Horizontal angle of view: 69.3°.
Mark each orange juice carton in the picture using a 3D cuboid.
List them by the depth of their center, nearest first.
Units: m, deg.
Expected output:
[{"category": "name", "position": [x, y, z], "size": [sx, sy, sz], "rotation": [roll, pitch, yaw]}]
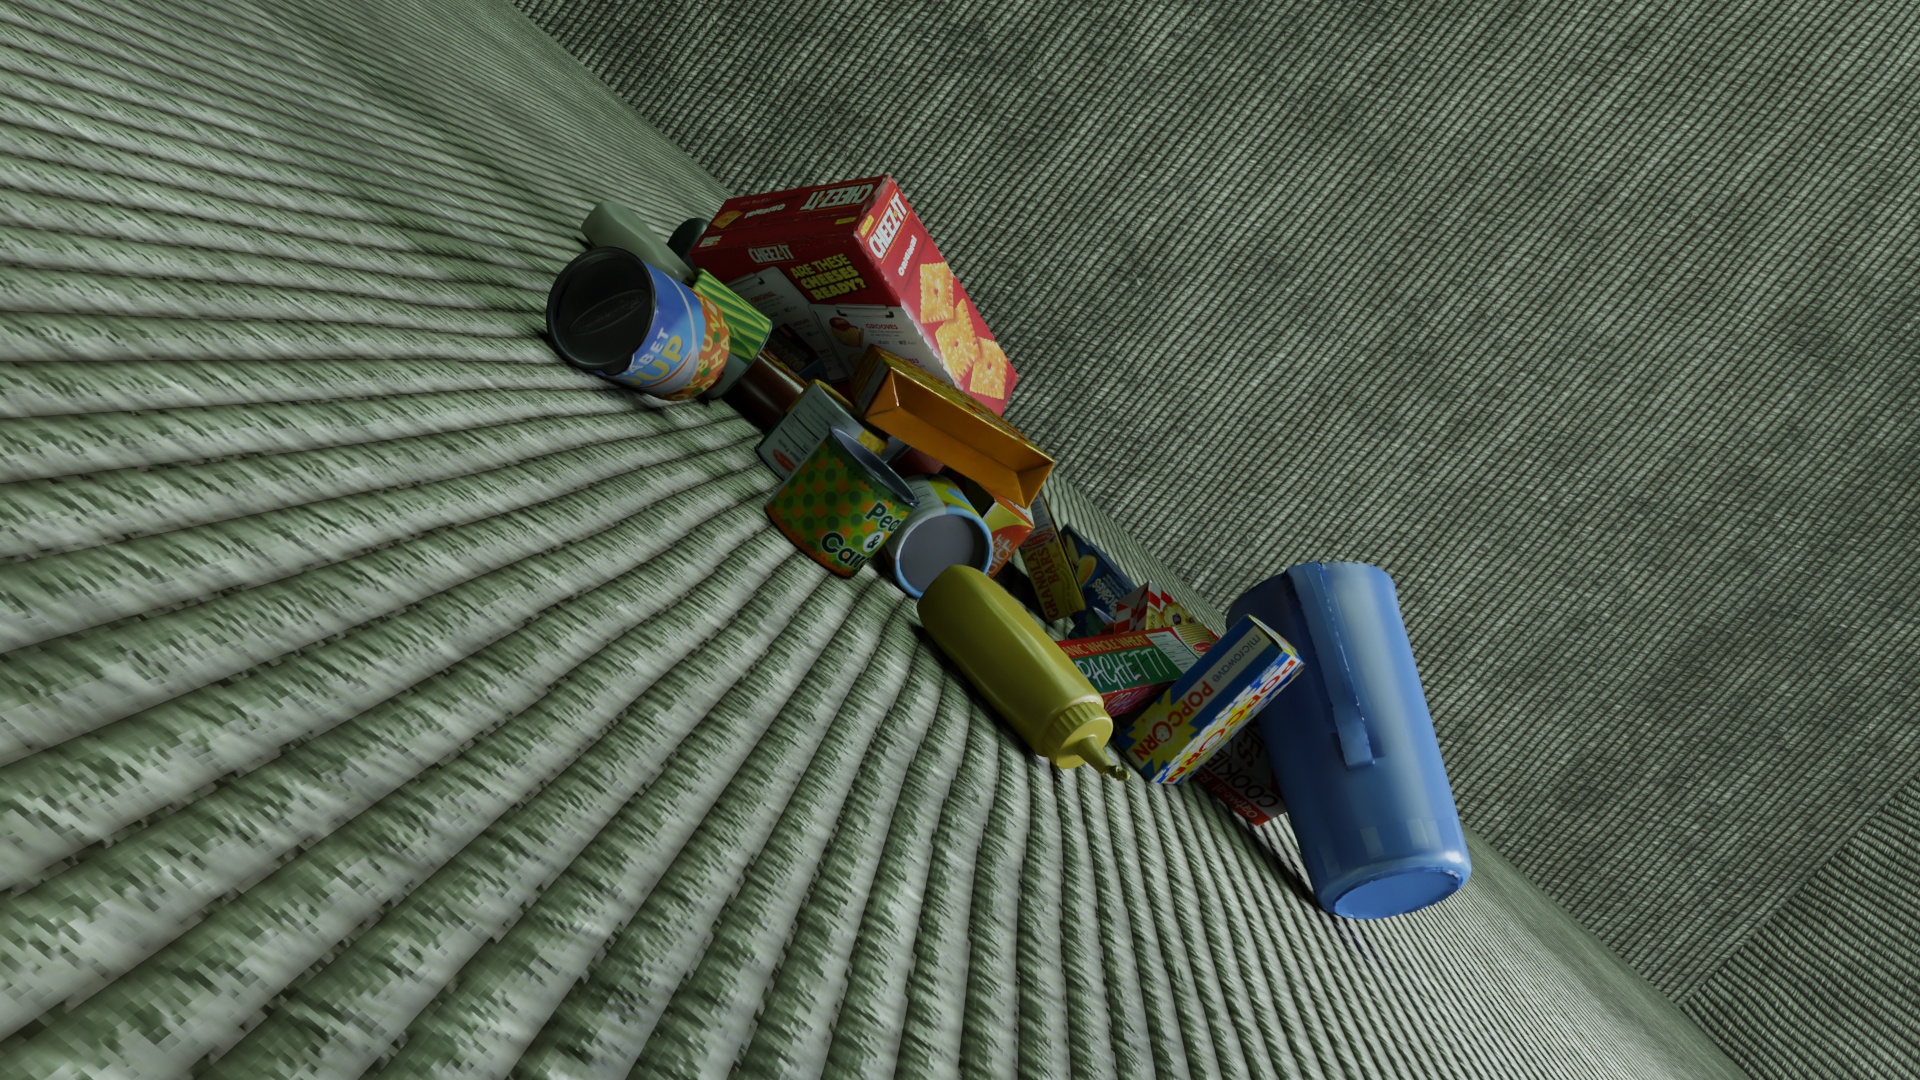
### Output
[{"category": "orange juice carton", "position": [0.004, -0.013, 1.020], "size": [0.073, 0.071, 0.193], "rotation": [39, 7, -5]}]

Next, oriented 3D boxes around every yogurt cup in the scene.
[{"category": "yogurt cup", "position": [-0.028, -0.056, 1.147], "size": [0.054, 0.072, 0.072], "rotation": [49, 7, -1]}]

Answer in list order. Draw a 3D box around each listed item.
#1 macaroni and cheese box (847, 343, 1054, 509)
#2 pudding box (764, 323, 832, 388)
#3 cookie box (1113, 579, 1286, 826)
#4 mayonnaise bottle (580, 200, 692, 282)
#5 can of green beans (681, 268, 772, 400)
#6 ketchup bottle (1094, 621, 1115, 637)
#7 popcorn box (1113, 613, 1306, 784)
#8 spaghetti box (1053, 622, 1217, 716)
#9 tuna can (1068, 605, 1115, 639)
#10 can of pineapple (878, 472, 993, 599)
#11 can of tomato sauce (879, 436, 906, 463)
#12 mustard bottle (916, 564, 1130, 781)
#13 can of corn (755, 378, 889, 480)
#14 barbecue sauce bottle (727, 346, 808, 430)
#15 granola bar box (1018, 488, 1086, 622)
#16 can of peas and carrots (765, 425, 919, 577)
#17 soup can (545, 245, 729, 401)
[{"category": "macaroni and cheese box", "position": [-0.011, -0.082, 0.948], "size": [0.124, 0.040, 0.167], "rotation": [29, 8, -14]}, {"category": "pudding box", "position": [-0.121, -0.118, 1.050], "size": [0.050, 0.030, 0.083], "rotation": [45, -16, 31]}, {"category": "cookie box", "position": [0.189, 0.125, 1.077], "size": [0.167, 0.040, 0.123], "rotation": [38, 35, -19]}, {"category": "mayonnaise bottle", "position": [-0.229, -0.200, 1.064], "size": [0.148, 0.041, 0.064], "rotation": [46, 9, 26]}, {"category": "can of green beans", "position": [-0.165, -0.134, 0.902], "size": [0.058, 0.071, 0.071], "rotation": [37, 8, -24]}, {"category": "ketchup bottle", "position": [0.169, 0.129, 1.131], "size": [0.148, 0.043, 0.065], "rotation": [39, 18, -18]}, {"category": "popcorn box", "position": [0.171, 0.110, 0.943], "size": [0.038, 0.126, 0.085], "rotation": [48, 10, 24]}, {"category": "spaghetti box", "position": [0.117, 0.087, 0.936], "size": [0.050, 0.028, 0.250], "rotation": [46, 24, 25]}, {"category": "tuna can", "position": [0.127, 0.090, 1.184], "size": [0.071, 0.033, 0.071], "rotation": [40, 8, -6]}, {"category": "can of pineapple", "position": [-0.017, -0.001, 0.875], "size": [0.071, 0.071, 0.058], "rotation": [37, 9, -29]}, {"category": "can of tomato sauce", "position": [-0.078, -0.113, 1.210], "size": [0.083, 0.071, 0.071], "rotation": [44, 8, 17]}, {"category": "mustard bottle", "position": [0.038, 0.078, 0.763], "size": [0.161, 0.048, 0.065], "rotation": [47, 10, 37]}, {"category": "can of corn", "position": [-0.088, -0.062, 0.902], "size": [0.071, 0.058, 0.071], "rotation": [40, 7, -6]}, {"category": "barbecue sauce bottle", "position": [-0.127, -0.099, 0.976], "size": [0.148, 0.043, 0.065], "rotation": [42, -1, 4]}, {"category": "granola bar box", "position": [0.067, -0.007, 1.229], "size": [0.166, 0.039, 0.124], "rotation": [-91, 159, -80]}, {"category": "can of peas and carrots", "position": [-0.065, -0.020, 0.777], "size": [0.071, 0.058, 0.071], "rotation": [40, 8, -7]}, {"category": "soup can", "position": [-0.173, -0.113, 0.758], "size": [0.071, 0.071, 0.084], "rotation": [43, 7, 19]}]
